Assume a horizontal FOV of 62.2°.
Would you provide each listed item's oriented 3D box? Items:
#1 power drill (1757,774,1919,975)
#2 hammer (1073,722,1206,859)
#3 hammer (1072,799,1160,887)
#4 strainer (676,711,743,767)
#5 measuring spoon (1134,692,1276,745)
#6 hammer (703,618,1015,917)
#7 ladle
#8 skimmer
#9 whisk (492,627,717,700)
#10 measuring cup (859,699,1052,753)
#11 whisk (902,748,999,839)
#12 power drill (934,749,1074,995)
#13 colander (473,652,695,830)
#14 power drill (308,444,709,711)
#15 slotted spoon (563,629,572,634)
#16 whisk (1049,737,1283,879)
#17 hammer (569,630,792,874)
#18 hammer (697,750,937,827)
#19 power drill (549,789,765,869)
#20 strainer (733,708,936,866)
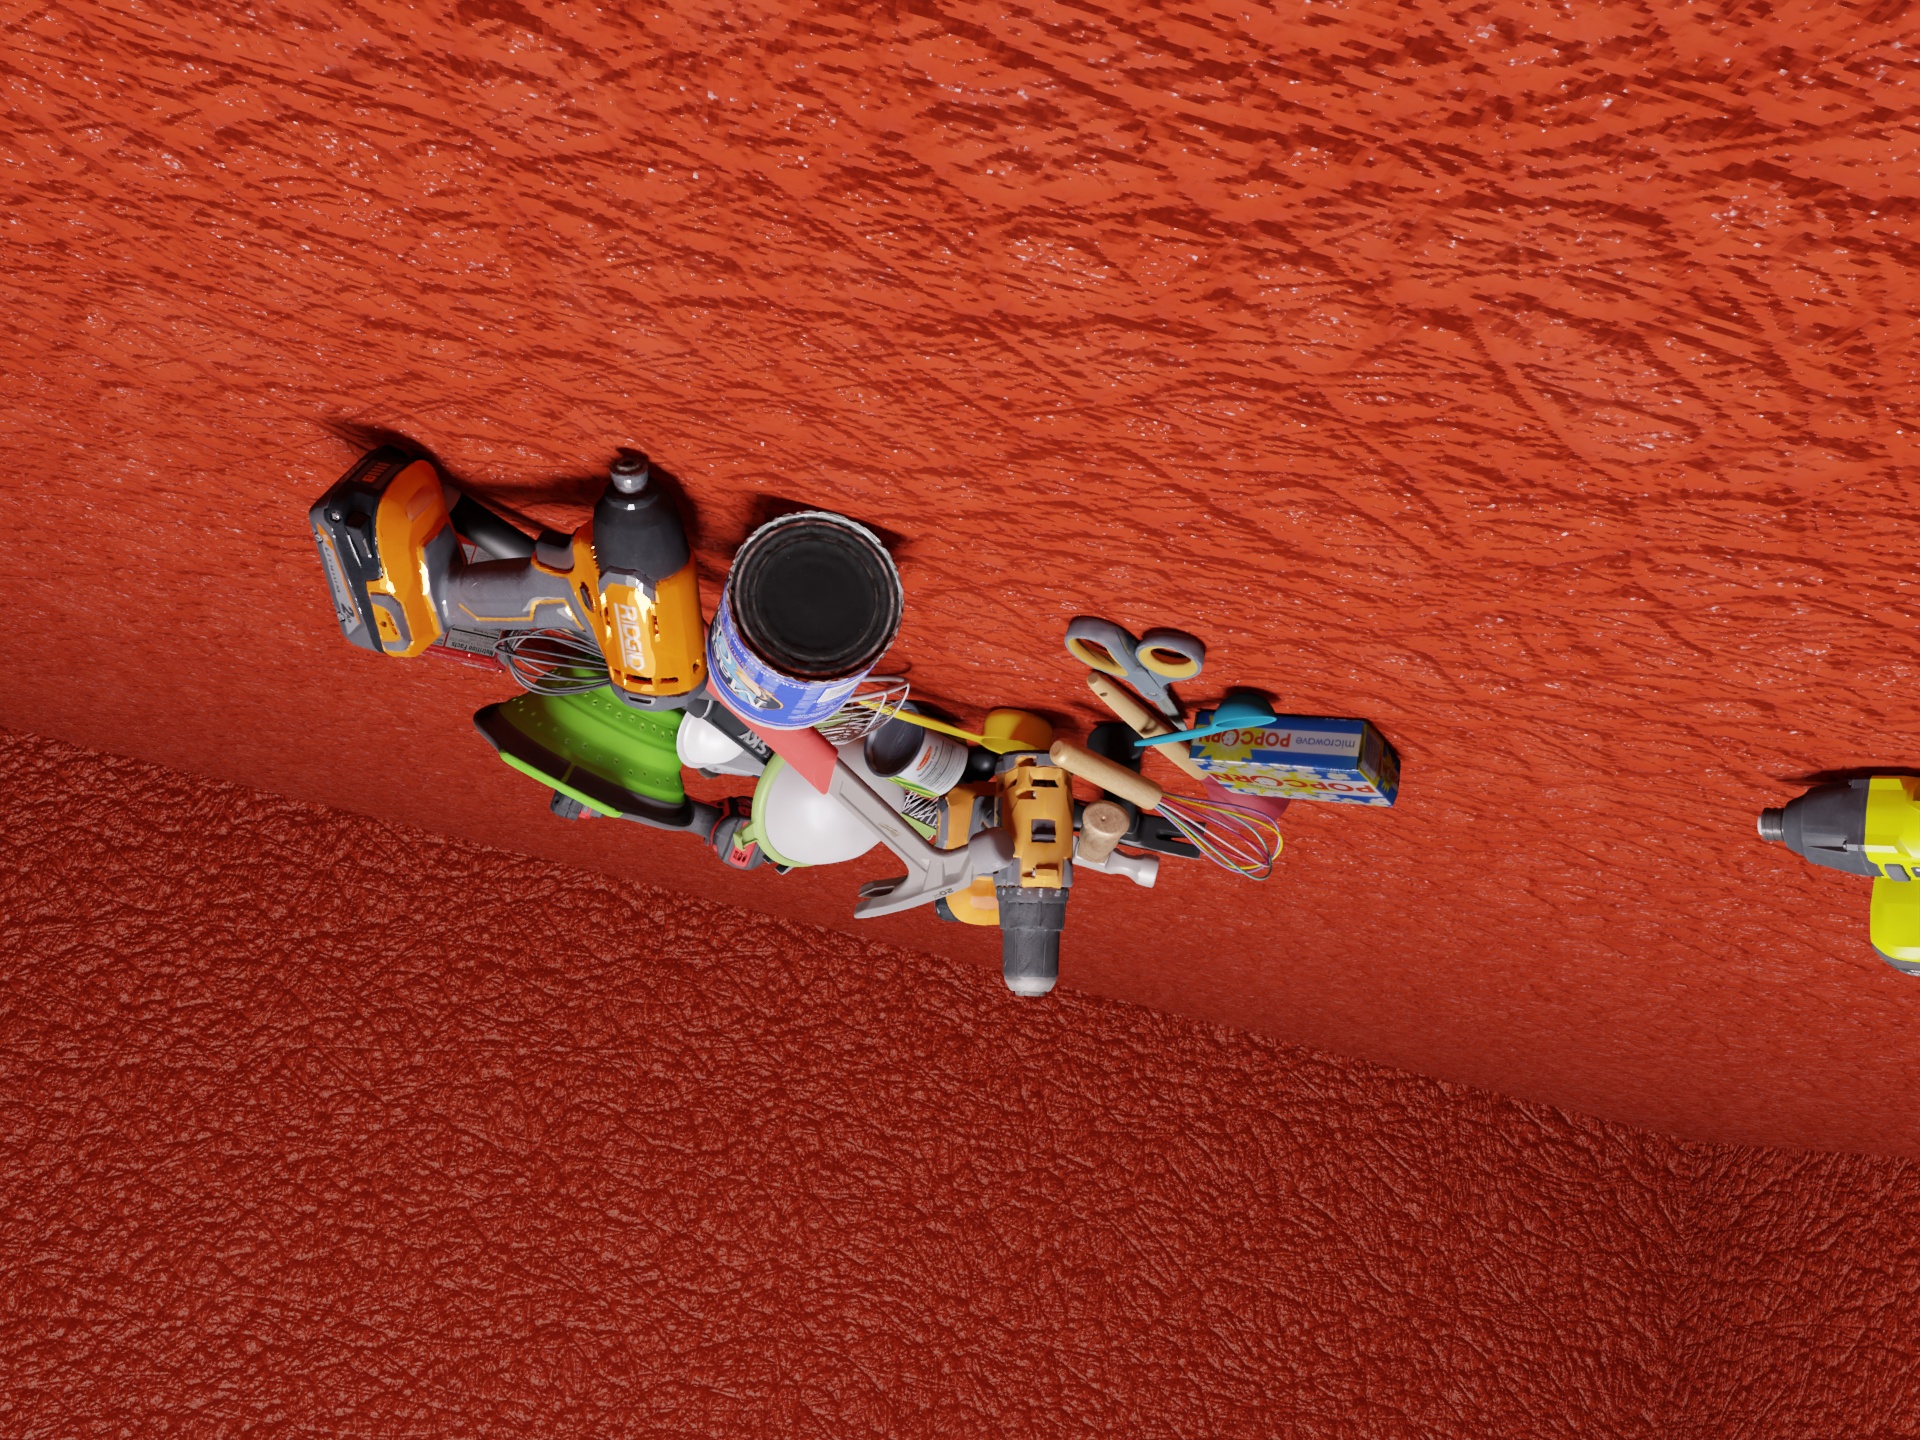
[{"bbox_3d":[0.606,0.094,0.975,0.171,0.080,0.223,-1,156,42],"label":"power drill"},{"bbox_3d":[0.142,0.061,1.354,0.146,0.035,0.334,12,166,9],"label":"hammer"},{"bbox_3d":[0.114,0.100,1.346,0.130,0.031,0.331,14,171,5],"label":"hammer"},{"bbox_3d":[-0.225,-0.025,1.292,0.050,0.087,0.258,31,167,35],"label":"strainer"},{"bbox_3d":[0.163,-0.001,1.094,0.042,0.021,0.128,2,169,-36],"label":"measuring spoon"},{"bbox_3d":[-0.122,0.017,1.117,0.149,0.037,0.358,-22,128,32],"label":"hammer"},{"bbox_3d":[0.174,0.028,1.208,0.069,0.031,0.315,-17,150,27],"label":"ladle"},{"bbox_3d":[-0.194,-0.081,1.118,0.363,0.090,0.127,34,165,-31],"label":"skimmer"},{"bbox_3d":[-0.234,-0.038,1.150,0.055,0.055,0.238,2,176,37],"label":"whisk"},{"bbox_3d":[-0.002,-0.004,1.250,0.156,0.029,0.062,17,166,-3],"label":"measuring cup"},{"bbox_3d":[-0.018,0.067,1.496,0.070,0.070,0.284,17,160,-15],"label":"whisk"},{"bbox_3d":[0.037,0.126,1.281,0.084,0.185,0.226,3,171,-13],"label":"power drill"},{"bbox_3d":[-0.306,-0.001,1.443,0.204,0.094,0.397,29,-177,-5],"label":"colander"},{"bbox_3d":[-0.265,-0.098,0.955,0.226,0.084,0.164,11,132,10],"label":"power drill"},{"bbox_3d":[-0.235,-0.031,1.358,0.070,0.031,0.313,-6,156,36],"label":"slotted spoon"},{"bbox_3d":[0.160,0.069,1.219,0.244,0.051,0.047,26,152,-32],"label":"whisk"},{"bbox_3d":[-0.199,-0.004,1.270,0.036,0.149,0.408,33,174,39],"label":"hammer"},{"bbox_3d":[-0.106,0.080,1.660,0.331,0.033,0.128,17,167,-15],"label":"hammer"},{"bbox_3d":[-0.299,0.083,1.626,0.219,0.078,0.143,21,-174,-12],"label":"power drill"},{"bbox_3d":[-0.068,0.088,1.385,0.069,0.151,0.256,34,-178,41],"label":"strainer"}]
